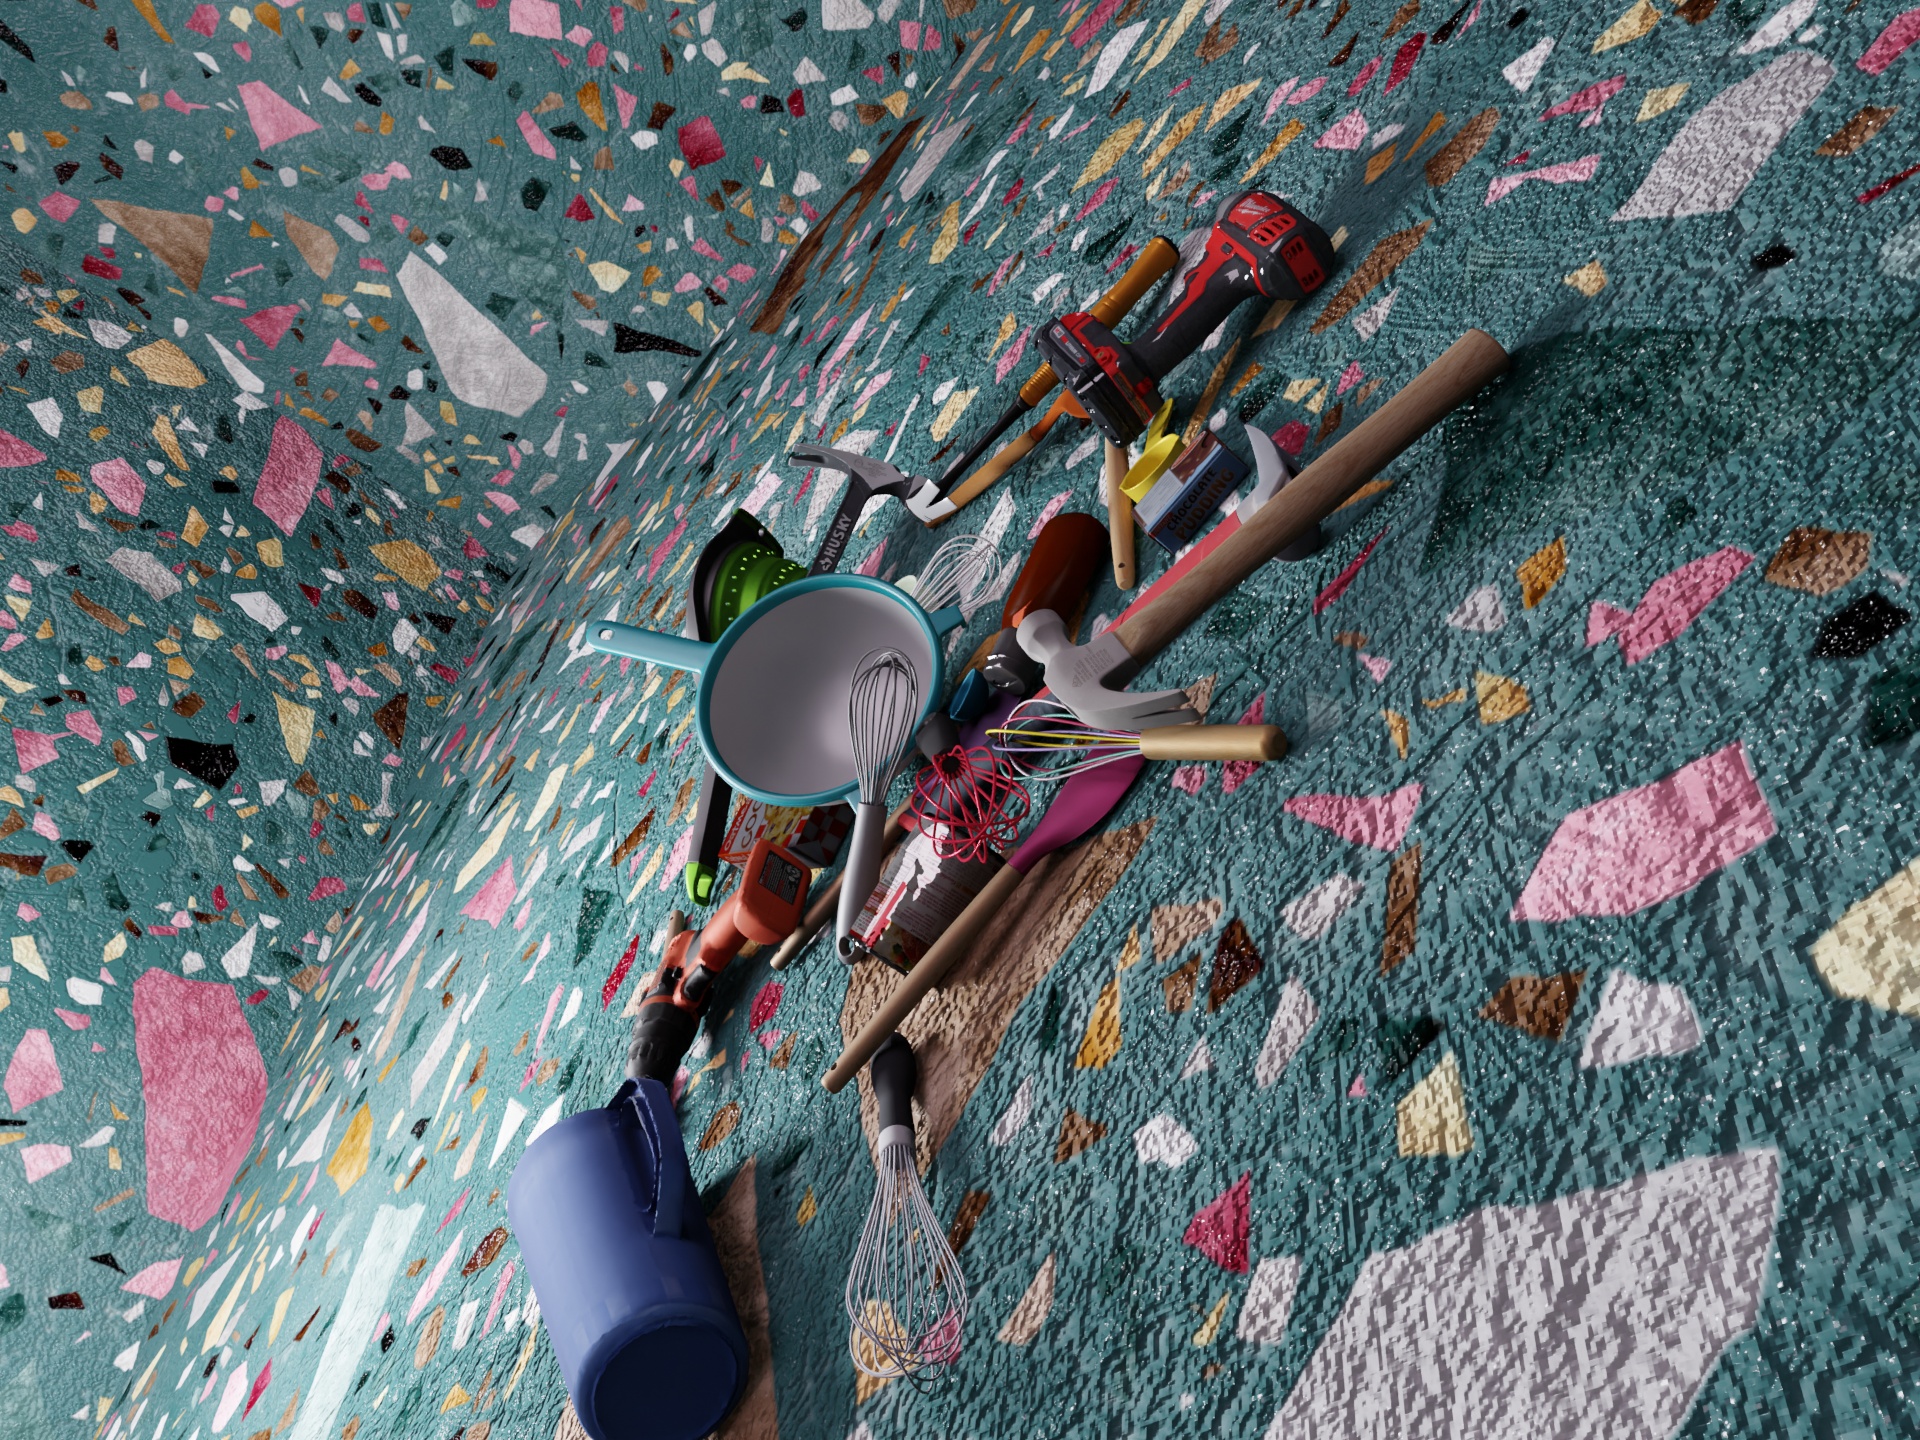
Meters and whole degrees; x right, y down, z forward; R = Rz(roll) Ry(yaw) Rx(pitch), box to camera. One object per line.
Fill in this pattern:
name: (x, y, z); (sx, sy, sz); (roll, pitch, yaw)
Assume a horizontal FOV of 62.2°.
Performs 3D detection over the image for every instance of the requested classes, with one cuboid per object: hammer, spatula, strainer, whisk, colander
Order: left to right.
colander: (-0.190, -0.014, 1.545); (0.094, 0.204, 0.397); (0, 69, 22)
strainer: (-0.160, -0.023, 1.333); (0.340, 0.095, 0.211); (13, 68, 25)
hammer: (-0.146, -0.119, 1.493); (0.036, 0.149, 0.409); (114, 177, -49)
whisk: (-0.068, 0.064, 1.181); (0.055, 0.055, 0.239); (12, 94, 65)
whisk: (-0.060, -0.070, 1.389); (0.246, 0.059, 0.058); (-42, 9, 13)
spatula: (-0.048, 0.080, 1.244); (0.316, 0.018, 0.060); (-49, 20, 12)
whisk: (-0.035, 0.272, 0.930); (0.070, 0.070, 0.285); (-48, 19, 16)
whisk: (-0.005, 0.034, 1.067); (0.073, 0.073, 0.296); (-53, 12, 5)
spatula: (0.063, -0.245, 1.460); (0.322, 0.041, 0.081); (-32, 30, 50)
hammer: (0.078, -0.309, 1.425); (0.337, 0.034, 0.127); (-47, 9, -5)
hammer: (0.091, -0.045, 1.119); (0.386, 0.038, 0.143); (-43, 25, 26)
whisk: (0.100, 0.014, 0.988); (0.245, 0.047, 0.051); (0, 50, 51)
hammer: (0.189, -0.114, 0.952); (0.331, 0.031, 0.130); (-40, 46, 6)

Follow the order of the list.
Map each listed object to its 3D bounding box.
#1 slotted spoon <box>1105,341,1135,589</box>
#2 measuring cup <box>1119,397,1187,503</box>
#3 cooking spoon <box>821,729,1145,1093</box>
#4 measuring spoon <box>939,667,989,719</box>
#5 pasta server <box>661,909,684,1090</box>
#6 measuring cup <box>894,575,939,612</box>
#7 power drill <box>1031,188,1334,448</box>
slotted spoon: (0.127, -0.214, 1.270); (0.070, 0.031, 0.314); (-16, 43, 19)
measuring cup: (0.161, -0.211, 1.235); (0.062, 0.029, 0.157); (-39, 16, 31)
cooking spoon: (0.019, 0.116, 1.030); (0.319, 0.017, 0.069); (-49, 23, -5)
measuring spoon: (-0.002, -0.004, 1.254); (0.128, 0.021, 0.042); (133, 160, -66)
pasta server: (-0.268, 0.265, 1.398); (0.060, 0.040, 0.316); (-34, 28, 16)
measuring cup: (-0.079, -0.060, 1.468); (0.167, 0.038, 0.083); (-48, 24, 21)
power drill: (0.172, -0.326, 1.242); (0.219, 0.078, 0.143); (-38, 37, 10)
